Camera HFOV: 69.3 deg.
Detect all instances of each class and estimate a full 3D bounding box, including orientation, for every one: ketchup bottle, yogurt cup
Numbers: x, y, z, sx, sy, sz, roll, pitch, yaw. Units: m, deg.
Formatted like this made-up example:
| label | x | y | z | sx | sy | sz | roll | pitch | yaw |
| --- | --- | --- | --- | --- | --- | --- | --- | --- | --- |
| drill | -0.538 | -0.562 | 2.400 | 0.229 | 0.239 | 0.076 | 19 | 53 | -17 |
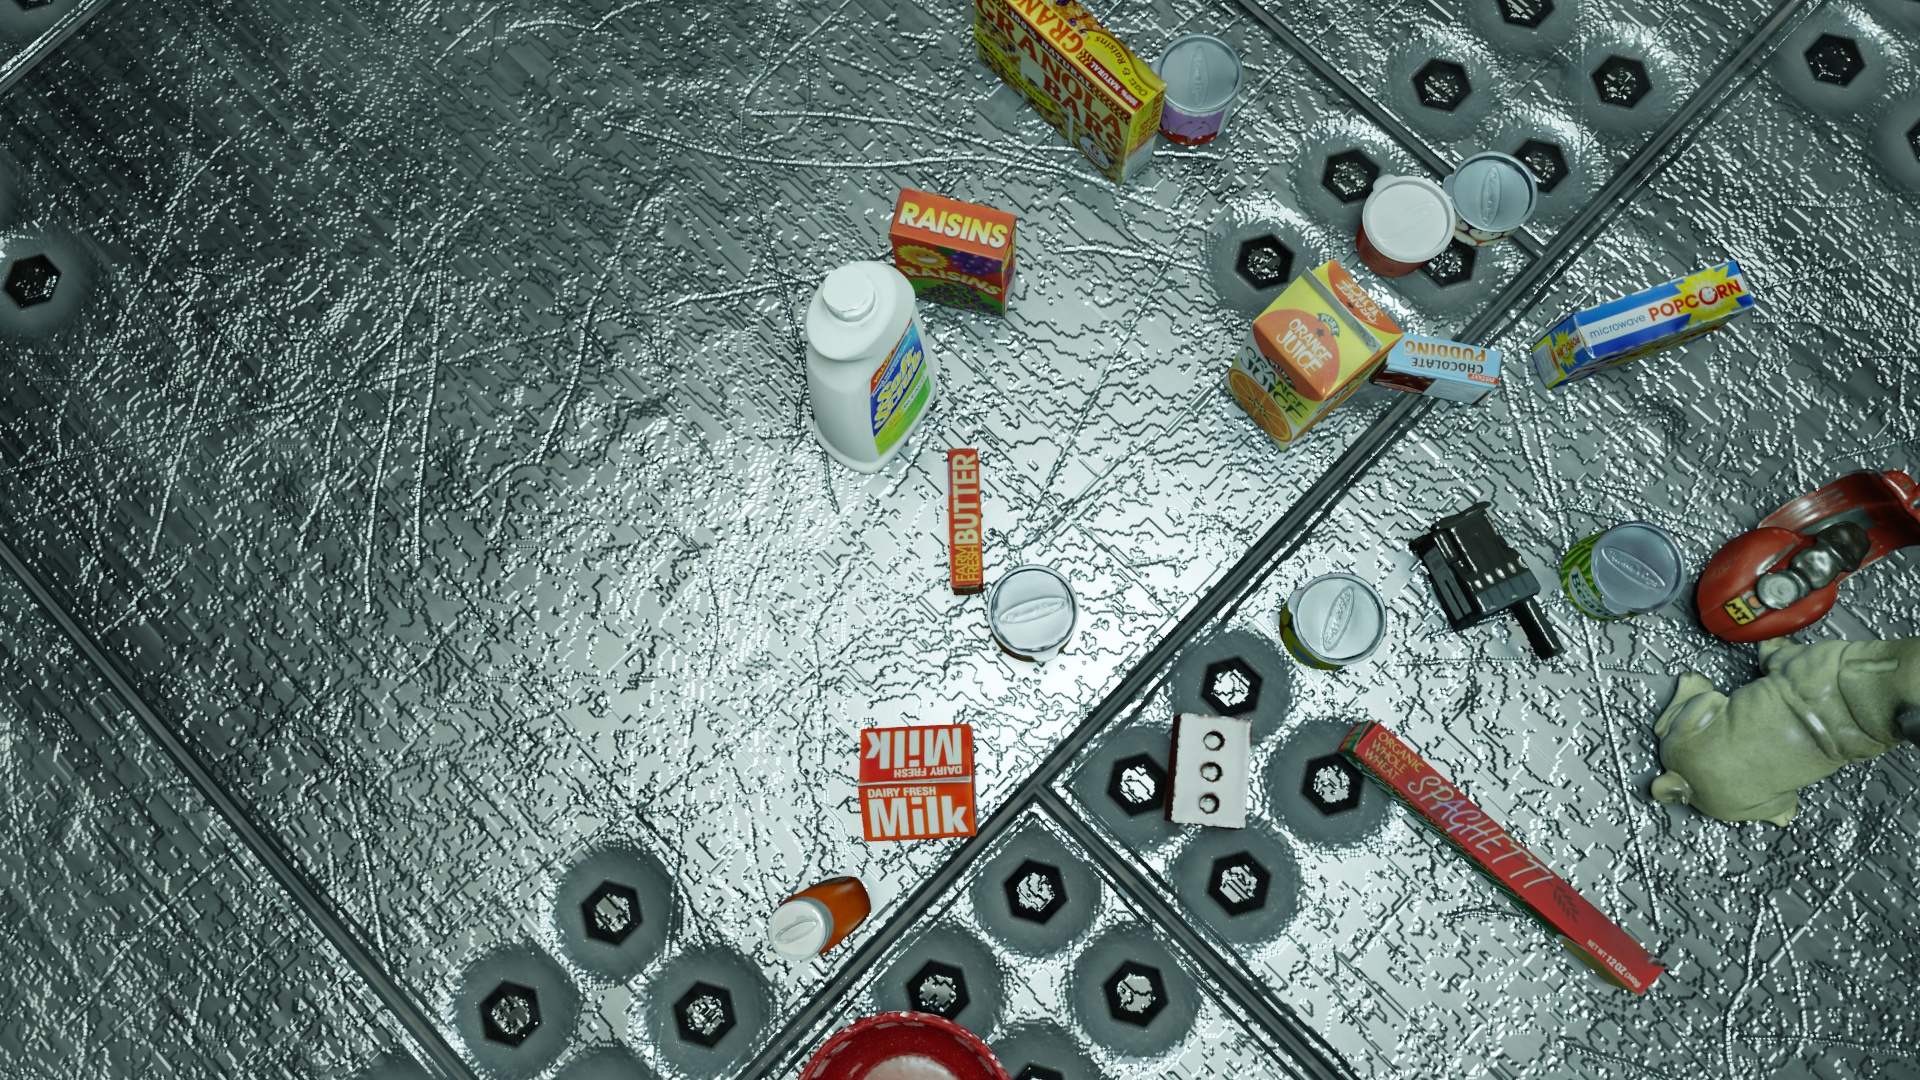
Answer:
| label | x | y | z | sx | sy | sz | roll | pitch | yaw |
| --- | --- | --- | --- | --- | --- | --- | --- | --- | --- |
| ketchup bottle | -0.098 | 0.255 | 0.930 | 0.065 | 0.148 | 0.043 | -25 | 80 | -2 |
| yogurt cup | 0.334 | -0.235 | 1.054 | 0.072 | 0.054 | 0.072 | 0 | 80 | 2 |

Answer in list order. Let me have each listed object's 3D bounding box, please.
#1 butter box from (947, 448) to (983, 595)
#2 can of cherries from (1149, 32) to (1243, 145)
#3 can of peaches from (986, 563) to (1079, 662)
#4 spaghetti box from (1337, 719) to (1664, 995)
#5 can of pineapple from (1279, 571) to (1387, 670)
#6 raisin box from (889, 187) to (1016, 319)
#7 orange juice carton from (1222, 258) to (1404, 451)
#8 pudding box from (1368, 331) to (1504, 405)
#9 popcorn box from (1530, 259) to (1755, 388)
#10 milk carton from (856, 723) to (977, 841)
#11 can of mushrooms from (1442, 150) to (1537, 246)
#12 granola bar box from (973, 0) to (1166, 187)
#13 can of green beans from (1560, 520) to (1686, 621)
| label | x | y | z | sx | sy | sz | roll | pitch | yaw |
| --- | --- | --- | --- | --- | --- | --- | --- | --- | --- |
| butter box | 0.004 | -0.013 | 1.025 | 0.024 | 0.053 | 0.103 | -2 | 79 | 2 |
| can of cherries | 0.180 | -0.350 | 1.079 | 0.071 | 0.058 | 0.071 | 0 | 80 | 2 |
| can of peaches | 0.053 | 0.056 | 1.008 | 0.071 | 0.058 | 0.071 | 0 | 80 | 2 |
| spaghetti box | 0.372 | 0.218 | 0.970 | 0.250 | 0.050 | 0.029 | 41 | 84 | 9 |
| can of pineapple | 0.266 | 0.058 | 1.000 | 0.071 | 0.057 | 0.071 | 0 | 80 | 2 |
| raisin box | -0.003 | -0.211 | 1.027 | 0.086 | 0.123 | 0.040 | 15 | 81 | 5 |
| orange juice carton | 0.245 | -0.131 | 0.968 | 0.073 | 0.192 | 0.072 | -39 | 81 | -5 |
| pudding box | 0.354 | -0.128 | 1.036 | 0.084 | 0.049 | 0.030 | 12 | 81 | 4 |
| popcorn box | 0.497 | -0.156 | 1.018 | 0.127 | 0.085 | 0.038 | -18 | 80 | -1 |
| milk carton | -0.025 | 0.161 | 0.924 | 0.072 | 0.190 | 0.073 | -3 | 80 | 2 |
| can of mushrooms | 0.402 | -0.262 | 1.068 | 0.071 | 0.033 | 0.071 | 0 | 80 | 2 |
| granola bar box | 0.079 | -0.357 | 1.051 | 0.039 | 0.124 | 0.165 | -44 | 81 | -5 |
| can of green beans | 0.475 | 0.023 | 0.999 | 0.071 | 0.057 | 0.071 | 0 | 80 | 2 |
